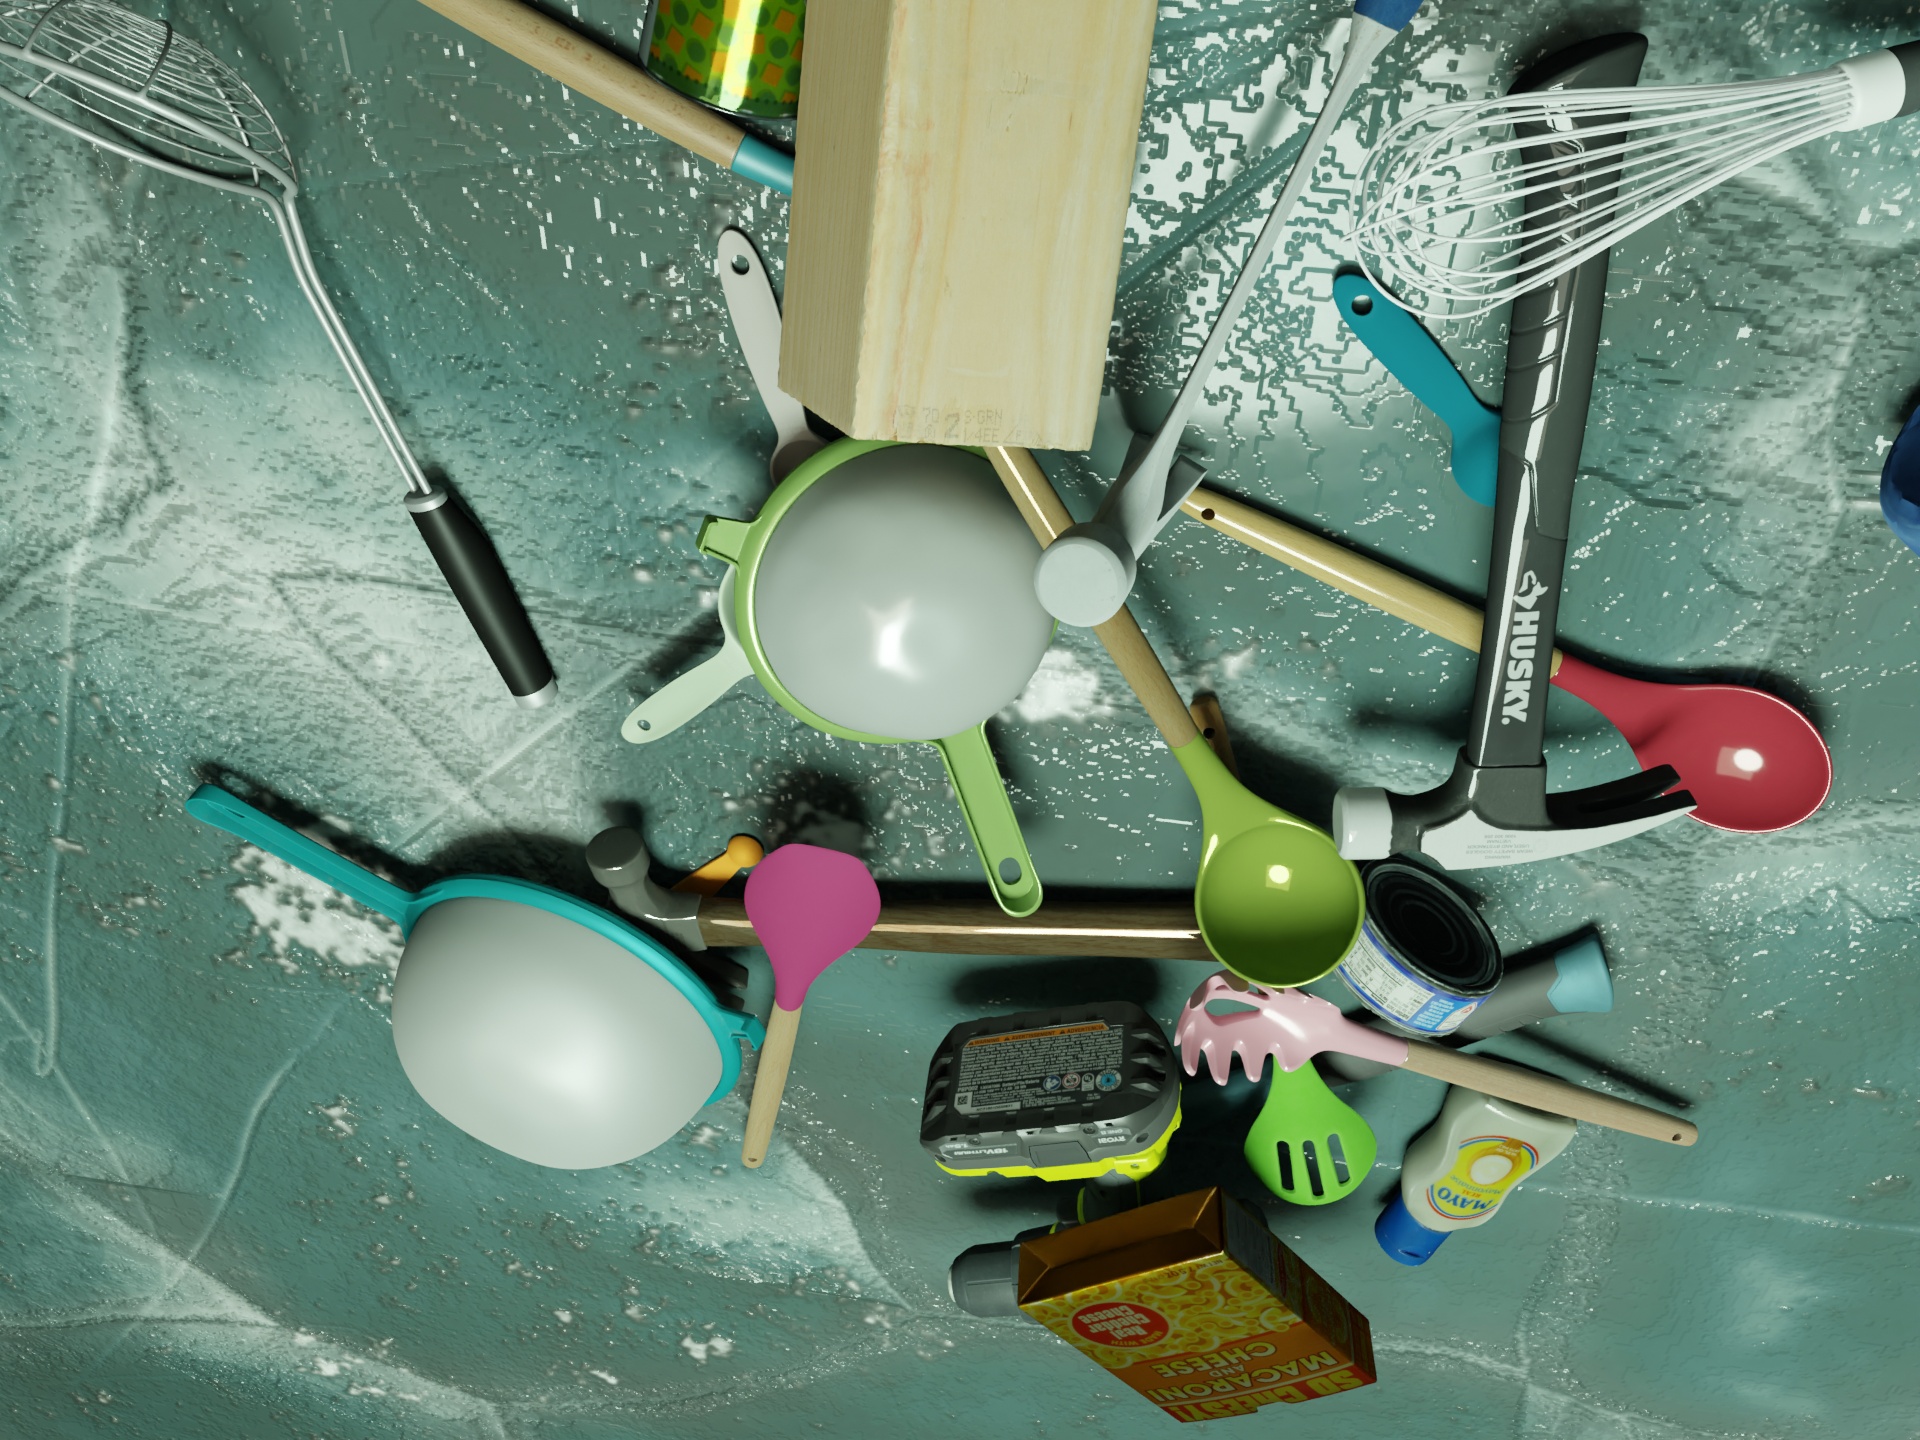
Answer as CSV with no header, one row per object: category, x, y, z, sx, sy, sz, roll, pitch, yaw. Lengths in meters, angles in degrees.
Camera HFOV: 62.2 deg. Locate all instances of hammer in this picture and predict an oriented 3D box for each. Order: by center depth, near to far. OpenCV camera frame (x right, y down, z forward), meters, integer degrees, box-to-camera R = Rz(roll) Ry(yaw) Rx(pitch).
hammer,0.132,-0.222,0.529,0.035,0.144,0.405,28,119,5
hammer,0.231,-0.088,0.623,0.146,0.035,0.334,-1,119,4
hammer,-0.026,0.111,0.848,0.331,0.031,0.129,0,135,8
hammer,0.196,0.189,0.870,0.331,0.033,0.128,-27,119,27

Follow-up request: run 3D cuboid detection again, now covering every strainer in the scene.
strainer,-0.001,-0.002,0.699,0.151,0.069,0.256,-23,119,-5
strainer,-0.289,0.154,0.875,0.340,0.095,0.211,32,140,-9

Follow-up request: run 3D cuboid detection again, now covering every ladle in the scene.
ladle,0.086,-0.006,0.681,0.078,0.062,0.319,-27,120,14
ladle,0.236,-0.033,0.696,0.315,0.031,0.069,24,123,-5

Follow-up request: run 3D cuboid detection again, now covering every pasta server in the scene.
pasta server,0.247,0.179,0.803,0.316,0.040,0.060,18,117,-16

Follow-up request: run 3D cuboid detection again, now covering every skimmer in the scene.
skimmer,-0.282,-0.131,0.683,0.127,0.090,0.362,18,140,40

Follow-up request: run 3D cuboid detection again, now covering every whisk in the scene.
whisk,0.262,-0.196,0.519,0.284,0.070,0.070,-16,124,0

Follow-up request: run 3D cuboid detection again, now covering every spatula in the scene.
spatula,-0.110,-0.228,0.604,0.317,0.044,0.082,27,125,-8

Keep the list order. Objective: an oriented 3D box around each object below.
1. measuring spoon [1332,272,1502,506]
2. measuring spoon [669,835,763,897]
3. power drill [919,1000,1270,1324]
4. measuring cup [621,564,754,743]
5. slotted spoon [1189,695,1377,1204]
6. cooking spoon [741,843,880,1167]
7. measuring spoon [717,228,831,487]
measuring spoon,0.191,-0.129,0.633,0.128,0.021,0.042,39,124,-21
measuring spoon,-0.149,0.098,0.881,0.021,0.011,0.117,39,124,-18
power drill,0.061,0.263,0.883,0.190,0.080,0.228,-10,129,16
measuring cup,-0.102,-0.038,0.753,0.167,0.038,0.083,-32,116,32
slotted spoon,0.155,0.129,0.805,0.070,0.031,0.313,-12,113,11
cooking spoon,-0.098,0.169,0.879,0.068,0.017,0.318,12,136,-4
measuring spoon,-0.077,-0.150,0.679,0.034,0.018,0.124,-8,118,17
